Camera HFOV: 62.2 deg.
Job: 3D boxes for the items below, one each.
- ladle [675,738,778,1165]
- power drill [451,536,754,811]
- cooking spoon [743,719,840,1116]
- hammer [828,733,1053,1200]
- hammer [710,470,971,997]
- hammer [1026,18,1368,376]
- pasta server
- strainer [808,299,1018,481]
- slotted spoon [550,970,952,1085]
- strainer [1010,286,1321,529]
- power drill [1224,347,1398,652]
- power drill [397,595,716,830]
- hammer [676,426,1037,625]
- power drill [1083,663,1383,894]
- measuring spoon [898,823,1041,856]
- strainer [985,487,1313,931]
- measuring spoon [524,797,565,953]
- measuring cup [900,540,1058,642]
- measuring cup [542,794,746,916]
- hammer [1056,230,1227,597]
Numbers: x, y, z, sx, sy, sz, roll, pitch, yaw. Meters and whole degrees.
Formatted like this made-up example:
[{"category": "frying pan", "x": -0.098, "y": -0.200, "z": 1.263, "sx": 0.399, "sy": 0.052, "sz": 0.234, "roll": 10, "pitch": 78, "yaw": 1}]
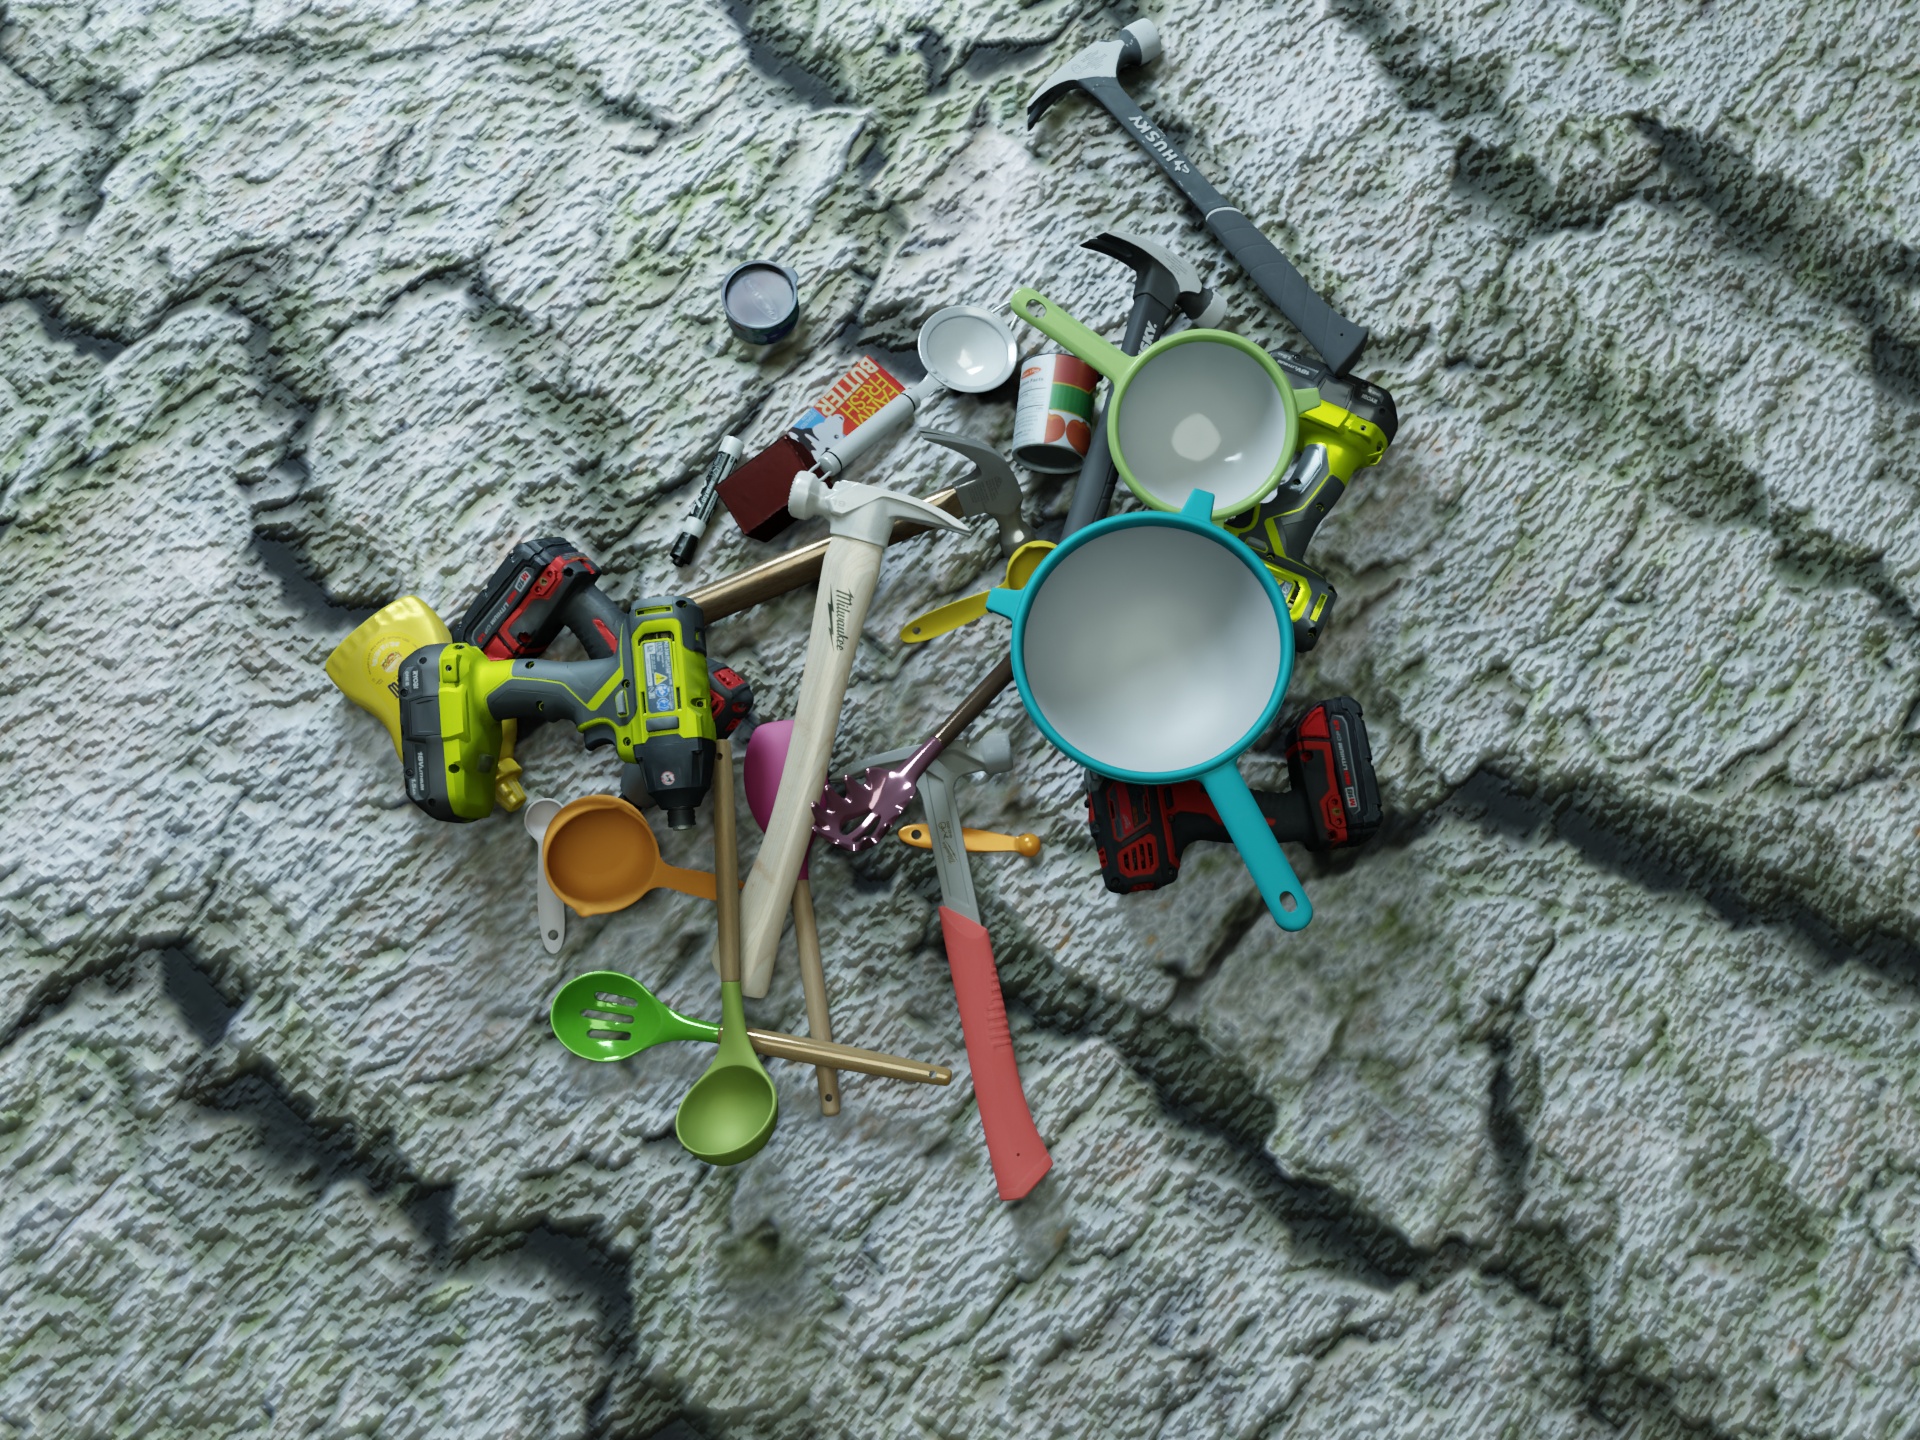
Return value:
[{"category": "ladle", "x": -0.179, "y": 0.171, "z": 1.202, "sx": 0.078, "sy": 0.062, "sz": 0.320, "roll": -6, "pitch": 79, "yaw": 13}, {"category": "power drill", "x": -0.287, "y": -0.033, "z": 1.273, "sx": 0.219, "sy": 0.078, "sz": 0.143, "roll": 40, "pitch": 103, "yaw": 2}, {"category": "cooking spoon", "x": -0.125, "y": 0.154, "z": 1.270, "sx": 0.069, "sy": 0.017, "sz": 0.319, "roll": -10, "pitch": 78, "yaw": 0}, {"category": "hammer", "x": 0.000, "y": 0.194, "z": 1.252, "sx": 0.149, "sy": 0.036, "sz": 0.359, "roll": -12, "pitch": 79, "yaw": 0}, {"category": "hammer", "x": -0.108, "y": 0.017, "z": 1.252, "sx": 0.146, "sy": 0.038, "sz": 0.410, "roll": 14, "pitch": 89, "yaw": 5}, {"category": "hammer", "x": 0.212, "y": -0.446, "z": 1.373, "sx": 0.149, "sy": 0.036, "sz": 0.409, "roll": -31, "pitch": 68, "yaw": -9}, {"category": "pasta server", "x": -0.002, "y": -0.004, "z": 1.264, "sx": 0.060, "sy": 0.040, "sz": 0.316, "roll": 31, "pitch": 61, "yaw": 24}, {"category": "strainer", "x": -0.039, "y": -0.273, "z": 1.338, "sx": 0.087, "sy": 0.050, "sz": 0.258, "roll": 43, "pitch": 63, "yaw": 8}, {"category": "slotted spoon", "x": -0.161, "y": 0.249, "z": 1.231, "sx": 0.314, "sy": 0.031, "sz": 0.070, "roll": 9, "pitch": 78, "yaw": 5}, {"category": "strainer", "x": 0.147, "y": -0.263, "z": 1.277, "sx": 0.256, "sy": 0.069, "sz": 0.151, "roll": 35, "pitch": 94, "yaw": -2}, {"category": "power drill", "x": 0.249, "y": -0.190, "z": 1.336, "sx": 0.190, "sy": 0.080, "sz": 0.228, "roll": 25, "pitch": 79, "yaw": 9}, {"category": "power drill", "x": -0.296, "y": 0.006, "z": 1.191, "sx": 0.223, "sy": 0.080, "sz": 0.171, "roll": -7, "pitch": 82, "yaw": 6}, {"category": "hammer", "x": -0.108, "y": -0.140, "z": 1.313, "sx": 0.331, "sy": 0.031, "sz": 0.130, "roll": -22, "pitch": 117, "yaw": -1}, {"category": "power drill", "x": 0.209, "y": 0.034, "z": 1.283, "sx": 0.226, "sy": 0.080, "sz": 0.188, "roll": -9, "pitch": 77, "yaw": -1}, {"category": "measuring spoon", "x": 0.008, "y": 0.096, "z": 1.292, "sx": 0.117, "sy": 0.011, "sz": 0.021, "roll": 5, "pitch": 77, "yaw": 0}, {"category": "strainer", "x": 0.174, "y": 0.008, "z": 1.213, "sx": 0.211, "sy": 0.095, "sz": 0.340, "roll": -26, "pitch": 78, "yaw": -1}, {"category": "measuring spoon", "x": -0.329, "y": 0.125, "z": 1.276, "sx": 0.034, "sy": 0.018, "sz": 0.124, "roll": -4, "pitch": 84, "yaw": -4}, {"category": "measuring cup", "x": 0.021, "y": -0.103, "z": 1.328, "sx": 0.156, "sy": 0.029, "sz": 0.062, "roll": -22, "pitch": 110, "yaw": 10}, {"category": "measuring cup", "x": -0.247, "y": 0.113, "z": 1.265, "sx": 0.173, "sy": 0.052, "sz": 0.095, "roll": 17, "pitch": 98, "yaw": -24}, {"category": "hammer", "x": 0.125, "y": -0.249, "z": 1.317, "sx": 0.146, "sy": 0.035, "sz": 0.335, "roll": 28, "pitch": 70, "yaw": -30}]
